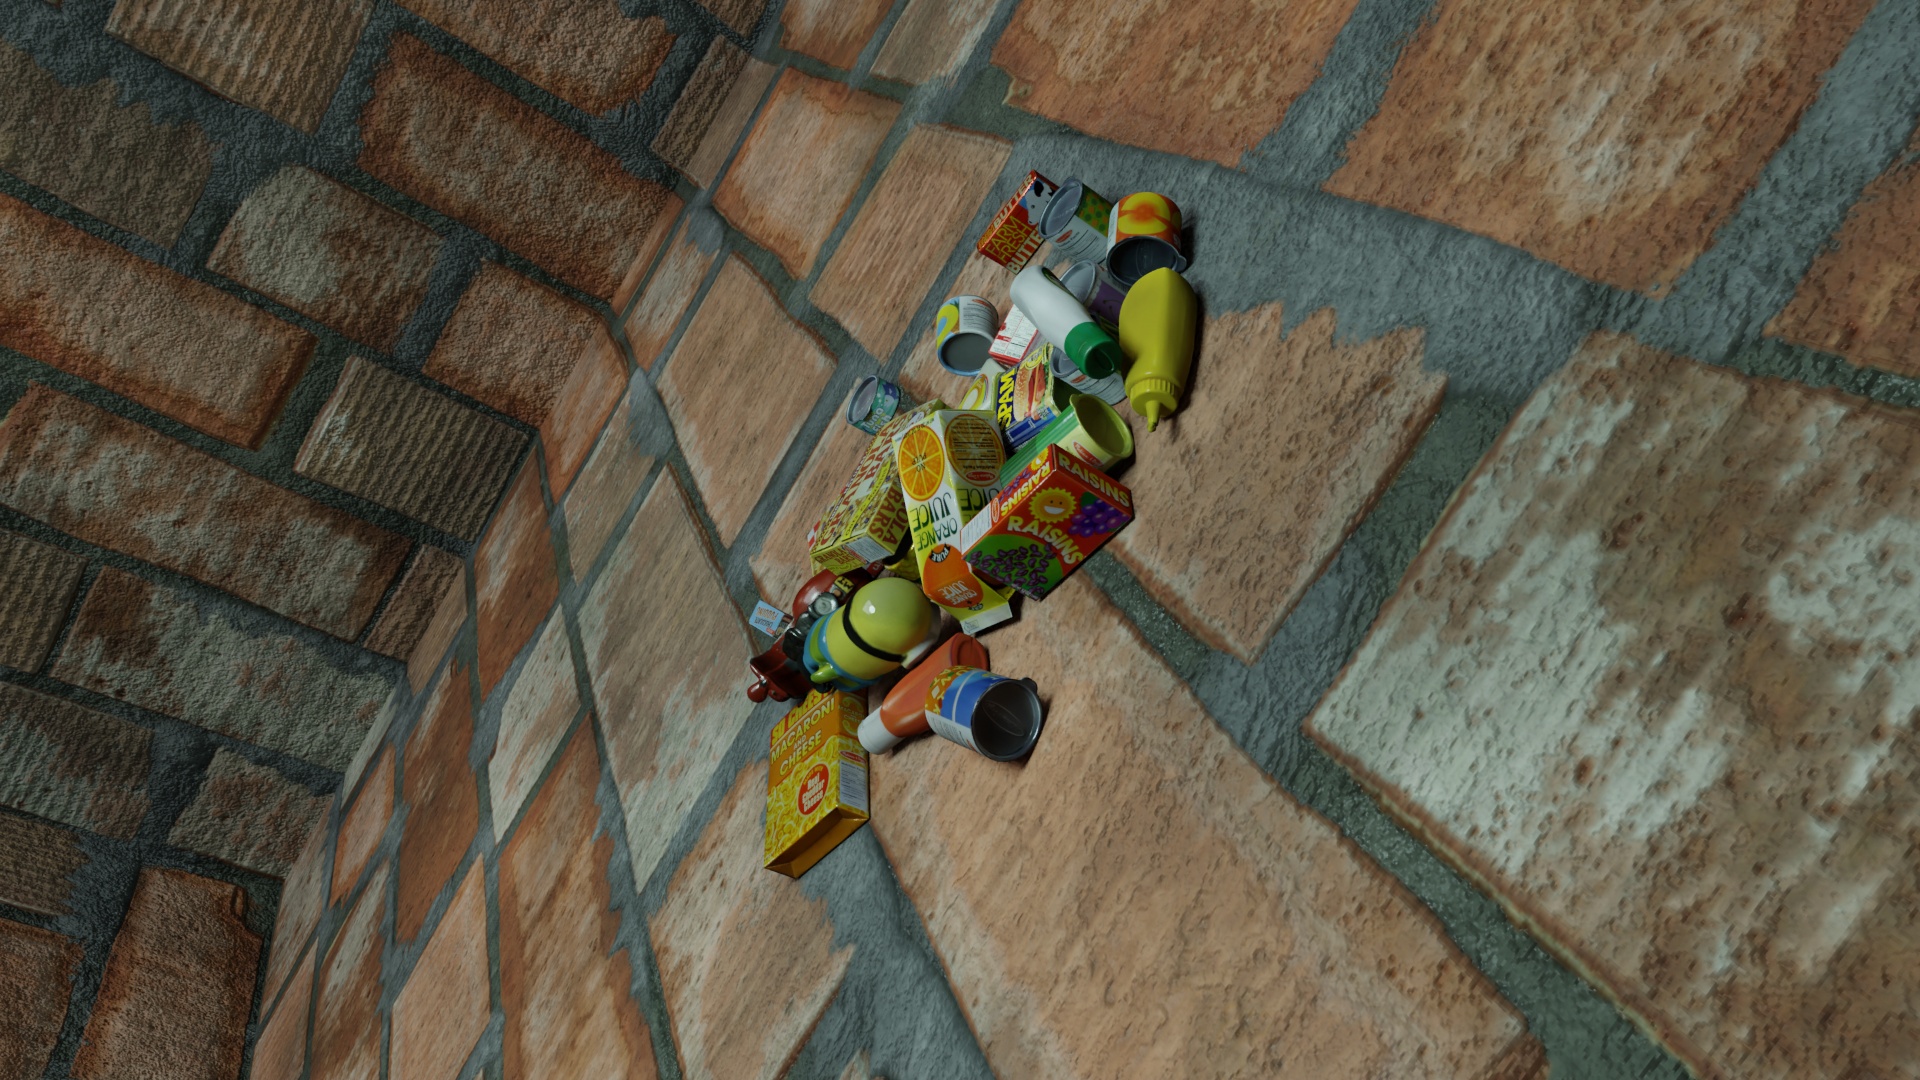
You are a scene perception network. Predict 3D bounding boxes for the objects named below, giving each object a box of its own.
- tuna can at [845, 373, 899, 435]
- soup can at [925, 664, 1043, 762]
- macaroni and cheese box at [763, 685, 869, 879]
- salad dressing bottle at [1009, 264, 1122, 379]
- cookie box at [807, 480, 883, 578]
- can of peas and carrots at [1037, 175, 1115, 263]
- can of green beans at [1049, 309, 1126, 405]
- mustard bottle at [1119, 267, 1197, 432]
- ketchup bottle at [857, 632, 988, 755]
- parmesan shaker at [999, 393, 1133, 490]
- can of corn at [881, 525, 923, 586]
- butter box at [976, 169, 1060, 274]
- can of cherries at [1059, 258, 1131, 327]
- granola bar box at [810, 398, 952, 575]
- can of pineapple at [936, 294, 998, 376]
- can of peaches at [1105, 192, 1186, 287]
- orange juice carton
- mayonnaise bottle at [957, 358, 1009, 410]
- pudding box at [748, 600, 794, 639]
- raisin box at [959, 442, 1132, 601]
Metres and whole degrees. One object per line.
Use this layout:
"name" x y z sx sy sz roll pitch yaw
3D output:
"tuna can" -0.103 -0.158 1.631 0.070 0.033 0.071 -40 35 36
"soup can" 0.020 0.137 1.132 0.084 0.071 0.071 9 74 61
"macaroni and cheese box" -0.140 0.224 1.350 0.123 0.040 0.167 -43 33 31
"salad dressing bottle" 0.090 -0.185 1.178 0.044 0.064 0.148 -42 40 8
"cookie box" -0.100 -0.020 1.499 0.166 0.040 0.123 -50 30 24
"can of peas and carrots" 0.120 -0.313 1.366 0.070 0.058 0.071 -40 35 36
"can of green beans" 0.122 -0.161 1.228 0.071 0.058 0.071 -40 35 37
"mustard bottle" 0.163 -0.152 1.161 0.065 0.049 0.161 -30 42 46
"ketchup bottle" -0.036 0.143 1.243 0.148 0.043 0.065 -41 29 36
"parmesan shaker" 0.088 -0.071 1.193 0.102 0.071 0.072 -41 35 36
"can of corn" -0.034 0.010 1.340 0.071 0.058 0.071 -40 35 37
"butter box" 0.068 -0.338 1.480 0.103 0.053 0.024 -50 28 23
"can of cherries" 0.121 -0.214 1.276 0.071 0.058 0.072 -38 37 37
"granola bar box" -0.073 -0.053 1.366 0.124 0.039 0.166 -20 39 57
"can of pineapple" 0.007 -0.213 1.460 0.070 0.071 0.058 -41 35 36
"can of peaches" 0.167 -0.268 1.242 0.071 0.071 0.058 -32 40 44
"orange juice carton" 0.004 -0.016 1.242 0.071 0.073 0.193 -25 73 48
"mayonnaise bottle" 0.009 -0.108 1.389 0.148 0.041 0.065 -56 30 10
"pudding box" -0.198 0.096 1.551 0.084 0.049 0.030 17 80 62
"raisin box" 0.070 -0.014 1.156 0.123 0.086 0.040 -44 28 32
